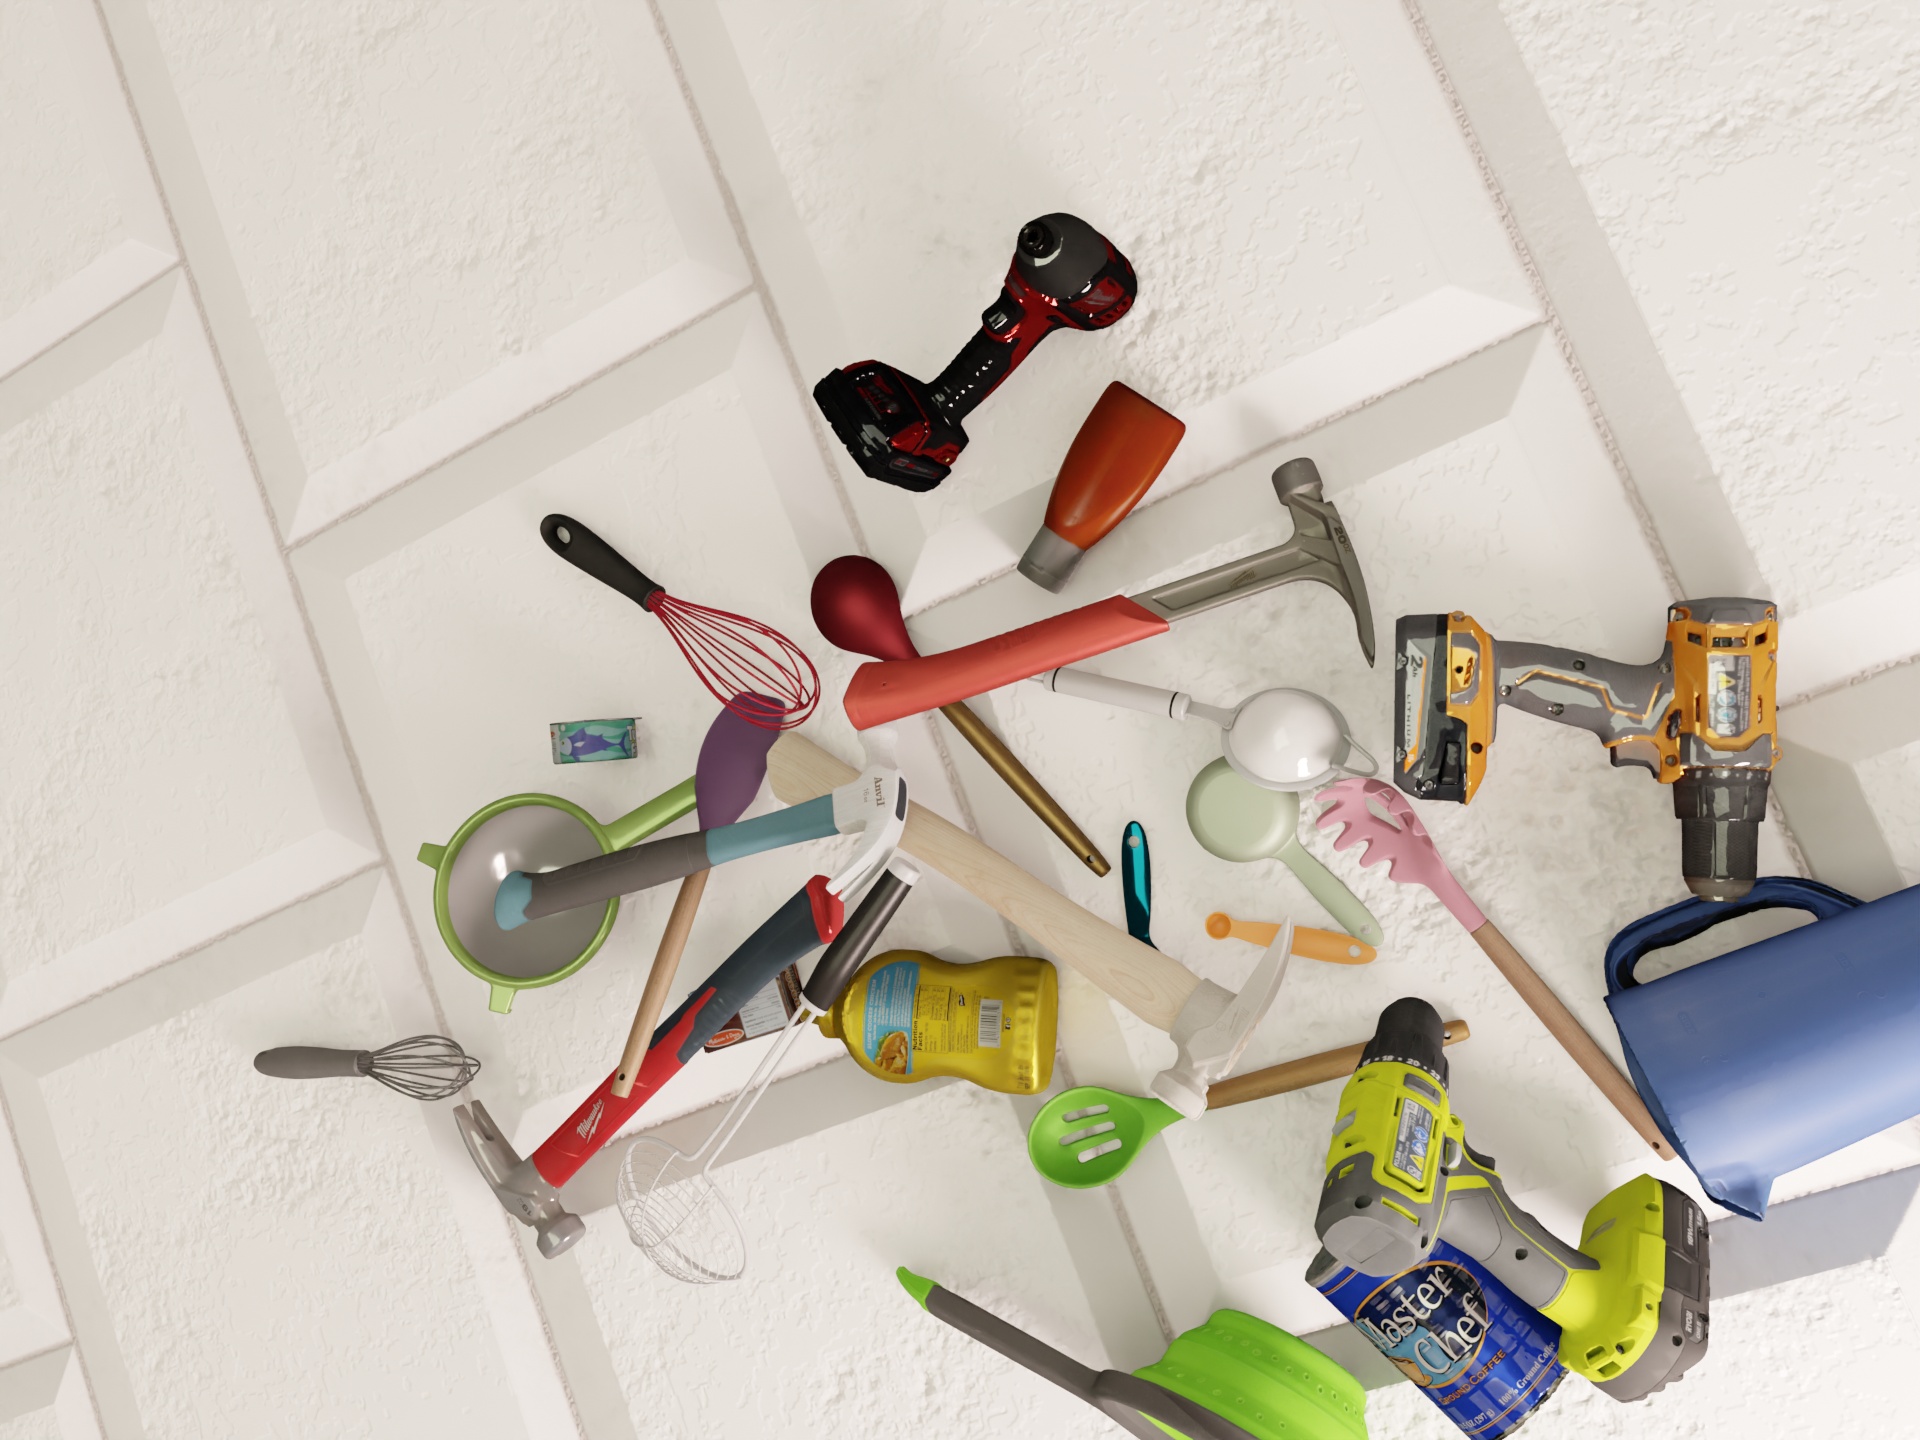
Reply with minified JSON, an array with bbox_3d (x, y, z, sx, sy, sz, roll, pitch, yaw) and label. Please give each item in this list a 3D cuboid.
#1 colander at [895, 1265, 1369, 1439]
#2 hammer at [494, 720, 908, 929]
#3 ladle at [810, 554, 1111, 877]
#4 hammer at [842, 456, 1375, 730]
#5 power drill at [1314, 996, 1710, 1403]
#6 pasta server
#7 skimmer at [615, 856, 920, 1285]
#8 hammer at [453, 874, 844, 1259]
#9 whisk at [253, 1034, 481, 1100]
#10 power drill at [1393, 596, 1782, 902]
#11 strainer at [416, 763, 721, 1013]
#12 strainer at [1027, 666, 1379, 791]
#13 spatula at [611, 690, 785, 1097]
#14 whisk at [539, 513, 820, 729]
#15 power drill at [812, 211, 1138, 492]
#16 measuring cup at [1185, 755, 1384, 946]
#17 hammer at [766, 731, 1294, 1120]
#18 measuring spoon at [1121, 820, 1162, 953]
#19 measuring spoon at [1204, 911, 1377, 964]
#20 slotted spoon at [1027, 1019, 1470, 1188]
[{"bbox_3d":[0.131,0.432,1.079,0.397,0.204,0.094,16,61,34],"label":"colander"},{"bbox_3d":[-0.193,0.095,1.159,0.331,0.033,0.128,-16,61,15],"label":"hammer"},{"bbox_3d":[-0.002,-0.004,1.161,0.069,0.031,0.315,-45,78,11],"label":"ladle"},{"bbox_3d":[0.093,-0.053,1.083,0.359,0.036,0.149,-19,72,10],"label":"hammer"},{"bbox_3d":[0.332,0.285,0.968,0.228,0.191,0.080,31,132,1],"label":"power drill"},{"bbox_3d":[0.347,0.157,1.021,0.316,0.040,0.060,51,142,7],"label":"pasta server"},{"bbox_3d":[-0.129,0.252,1.150,0.127,0.090,0.363,36,96,20],"label":"skimmer"},{"bbox_3d":[-0.234,0.240,1.207,0.386,0.038,0.143,-45,75,17],"label":"hammer"},{"bbox_3d":[-0.502,0.289,1.330,0.239,0.055,0.055,-4,89,24],"label":"whisk"},{"bbox_3d":[0.387,0.017,0.991,0.226,0.084,0.185,1,87,15],"label":"power drill"},{"bbox_3d":[-0.285,0.109,1.251,0.256,0.069,0.151,-30,77,0],"label":"strainer"},{"bbox_3d":[0.158,-0.008,1.088,0.258,0.050,0.087,13,55,27],"label":"strainer"},{"bbox_3d":[-0.202,0.125,1.188,0.060,0.018,0.316,12,74,19],"label":"spatula"},{"bbox_3d":[-0.223,-0.083,1.224,0.296,0.073,0.073,34,101,22],"label":"whisk"},{"bbox_3d":[0.013,-0.259,1.093,0.219,0.143,0.079,-38,76,18],"label":"power drill"},{"bbox_3d":[0.221,0.091,1.073,0.168,0.038,0.083,46,104,16],"label":"measuring cup"},{"bbox_3d":[0.031,0.106,1.119,0.411,0.038,0.146,30,81,25],"label":"hammer"},{"bbox_3d":[0.123,0.135,1.118,0.042,0.021,0.128,-3,91,19],"label":"measuring spoon"},{"bbox_3d":[0.226,0.149,1.090,0.117,0.011,0.021,9,91,16],"label":"measuring spoon"},{"bbox_3d":[0.194,0.255,1.092,0.314,0.031,0.070,-20,84,17],"label":"slotted spoon"}]
